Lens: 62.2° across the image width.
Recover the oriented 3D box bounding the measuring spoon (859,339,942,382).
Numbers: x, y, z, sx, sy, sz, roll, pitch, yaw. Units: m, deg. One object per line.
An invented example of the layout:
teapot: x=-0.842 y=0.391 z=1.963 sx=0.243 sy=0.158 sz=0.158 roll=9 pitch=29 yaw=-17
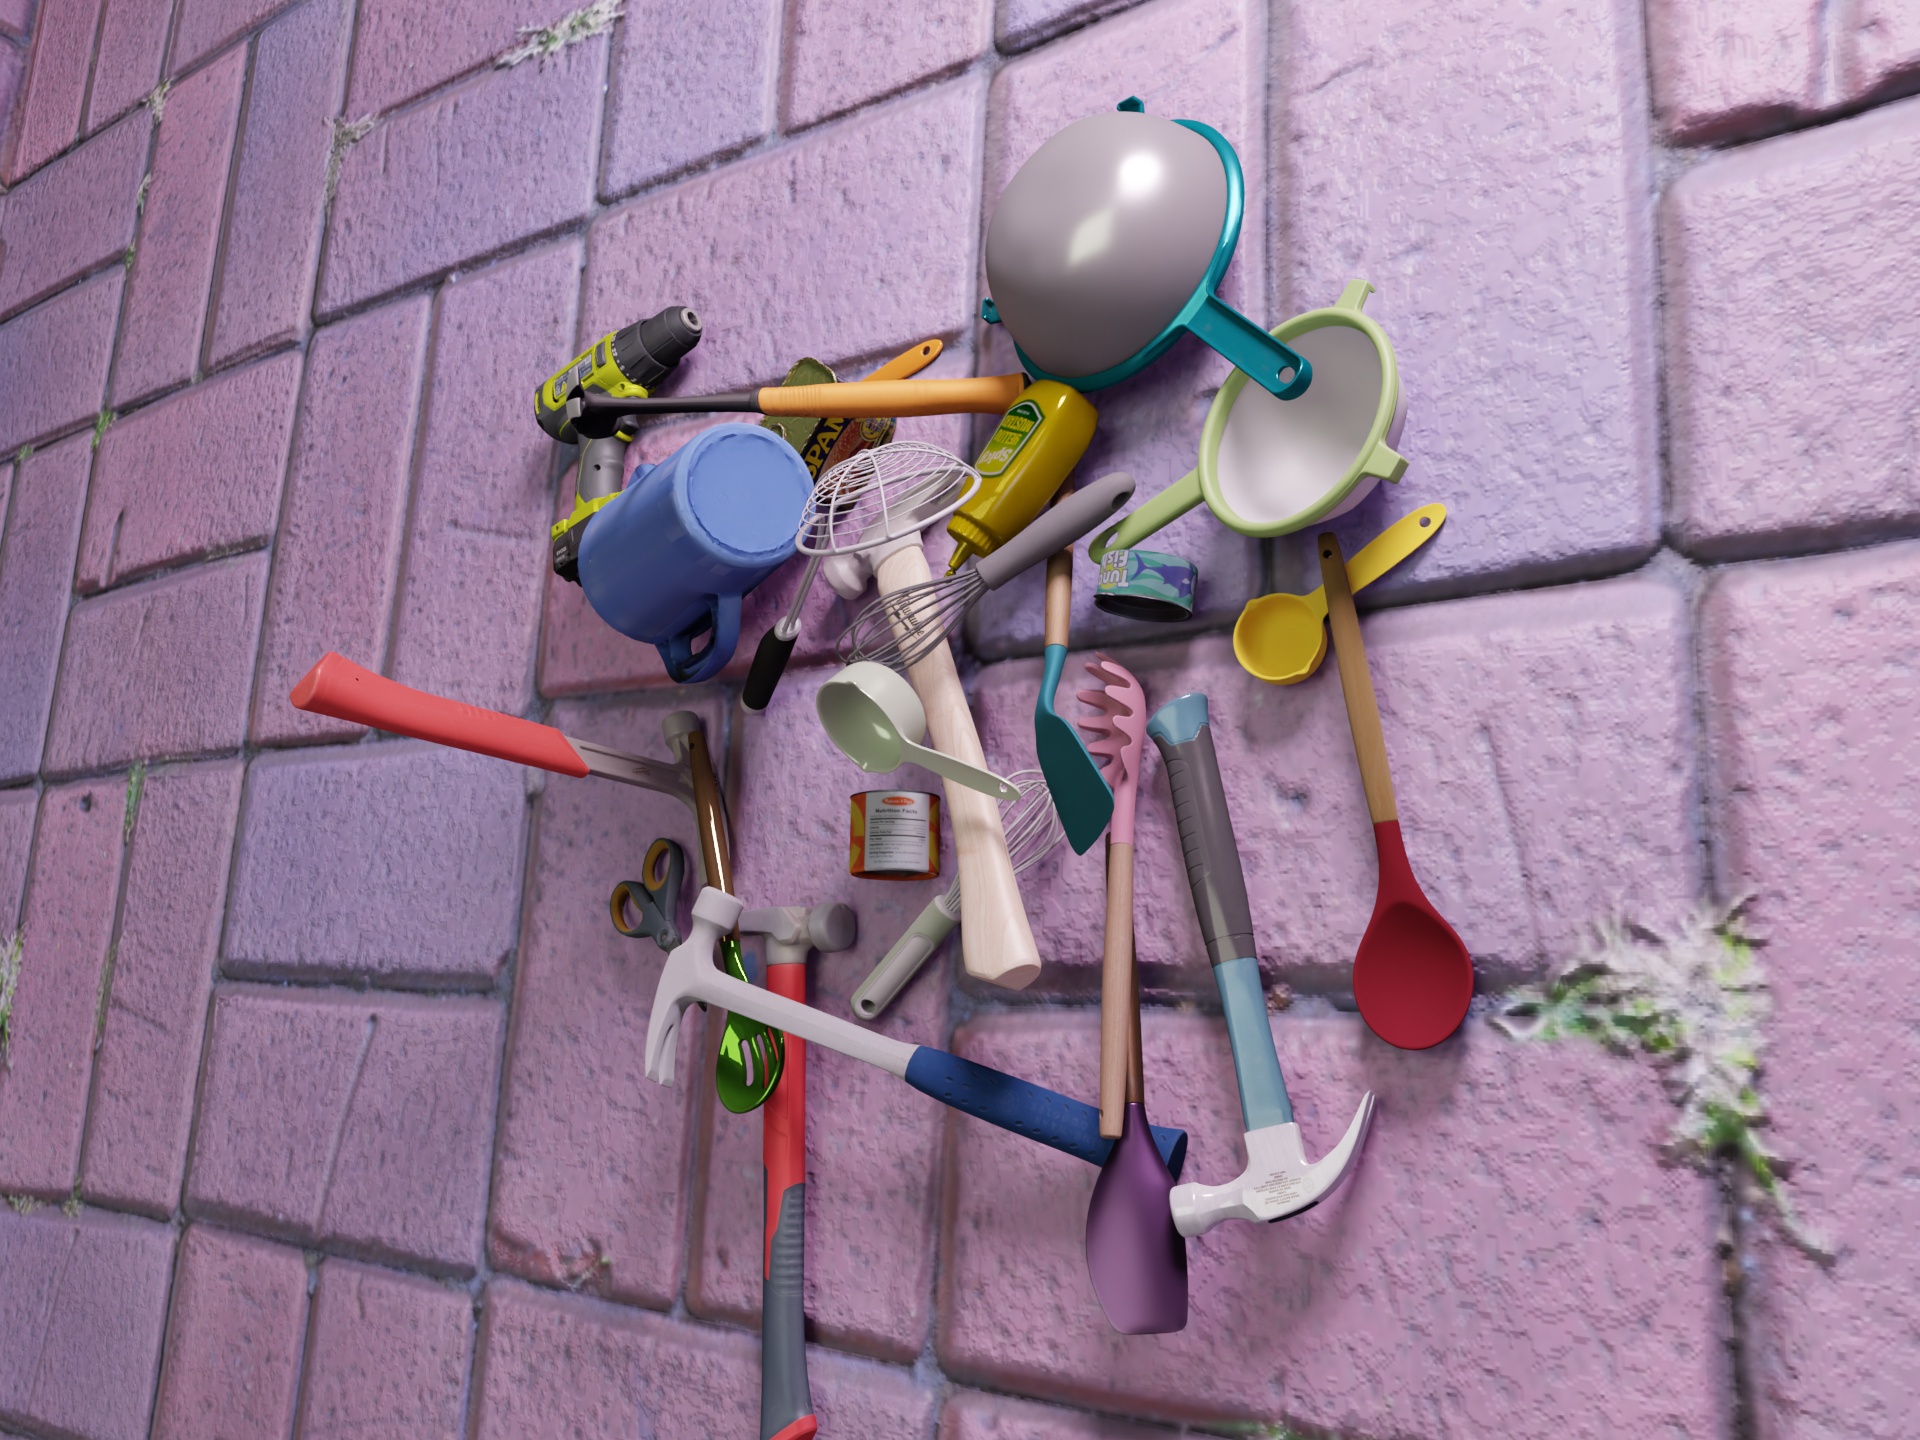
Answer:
measuring spoon: x=-0.062 y=-0.280 z=1.285 sx=0.117 sy=0.011 sz=0.021 roll=-21 pitch=67 yaw=32

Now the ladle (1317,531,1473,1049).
ladle: x=0.246 y=0.036 z=0.946 sx=0.069 sy=0.031 sz=0.316 roll=-14 pitch=74 yaw=25

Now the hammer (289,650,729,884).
hammer: x=-0.320 y=0.025 z=1.183 sx=0.036 sy=0.358 sz=0.149 roll=-33 pitch=58 yaw=29

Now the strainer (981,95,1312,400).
strainer: x=0.112 y=-0.308 z=1.064 sx=0.211 sy=0.095 sz=0.341 roll=-53 pitch=41 yaw=16

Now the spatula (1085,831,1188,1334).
spatula: x=0.103 y=0.215 z=0.994 sx=0.060 sy=0.018 sz=0.316 roll=-6 pitch=61 yaw=11

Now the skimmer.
skimmer: x=-0.091 y=-0.078 z=1.143 sx=0.090 sy=0.127 sz=0.363 roll=46 pitch=146 yaw=8

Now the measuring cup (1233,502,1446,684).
measuring cup: x=0.242 y=-0.080 z=1.000 sx=0.156 sy=0.029 sz=0.062 roll=-39 pitch=63 yaw=10

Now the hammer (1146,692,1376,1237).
hammer: x=0.164 y=0.137 z=0.979 sx=0.128 sy=0.033 sz=0.331 roll=-16 pitch=64 yaw=14

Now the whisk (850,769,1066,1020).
whisk: x=-0.003 y=0.127 z=1.118 sx=0.058 sy=0.059 sz=0.246 roll=36 pitch=111 yaw=-6

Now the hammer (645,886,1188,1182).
hammer: x=-0.043 y=0.235 z=1.076 sx=0.406 sy=0.035 sz=0.144 roll=15 pitch=73 yaw=28

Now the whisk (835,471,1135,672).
whisk: x=0.016 y=-0.101 z=1.089 sx=0.239 sy=0.055 sz=0.055 roll=-32 pitch=60 yaw=12

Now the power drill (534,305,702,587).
power drill: x=-0.297 y=-0.246 z=1.417 sx=0.190 sy=0.080 sz=0.229 roll=-25 pitch=62 yaw=32

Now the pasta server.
pasta server: x=0.095 y=0.106 z=1.021 sx=0.060 sy=0.040 sz=0.316 roll=125 pitch=153 yaw=-64

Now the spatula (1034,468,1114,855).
spatula: x=0.076 y=-0.067 z=1.084 sx=0.082 sy=0.044 sz=0.318 roll=115 pitch=162 yaw=-59

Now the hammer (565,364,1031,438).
hammer: x=-0.114 y=-0.234 z=1.154 sx=0.337 sy=0.127 sz=0.034 roll=-3 pitch=92 yaw=-8

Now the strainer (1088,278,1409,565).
strainer: x=0.192 y=-0.156 z=1.031 sx=0.256 sy=0.069 sz=0.152 roll=-31 pitch=50 yaw=42

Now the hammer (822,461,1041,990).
hammer: x=-0.002 y=-0.004 z=1.109 sx=0.146 sy=0.038 sz=0.411 roll=-36 pitch=49 yaw=24

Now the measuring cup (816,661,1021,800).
measuring cup: x=-0.021 y=0.011 z=1.062 sx=0.168 sy=0.083 sz=0.038 roll=23 pitch=49 yaw=27

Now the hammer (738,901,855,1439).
hammer: x=-0.142 y=0.333 z=1.177 sx=0.143 sy=0.038 sz=0.386 roll=-12 pitch=72 yaw=36

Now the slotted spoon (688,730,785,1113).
slotted spoon: x=-0.178 y=0.146 z=1.212 sx=0.070 sy=0.031 sz=0.314 roll=-30 pitch=59 yaw=29
